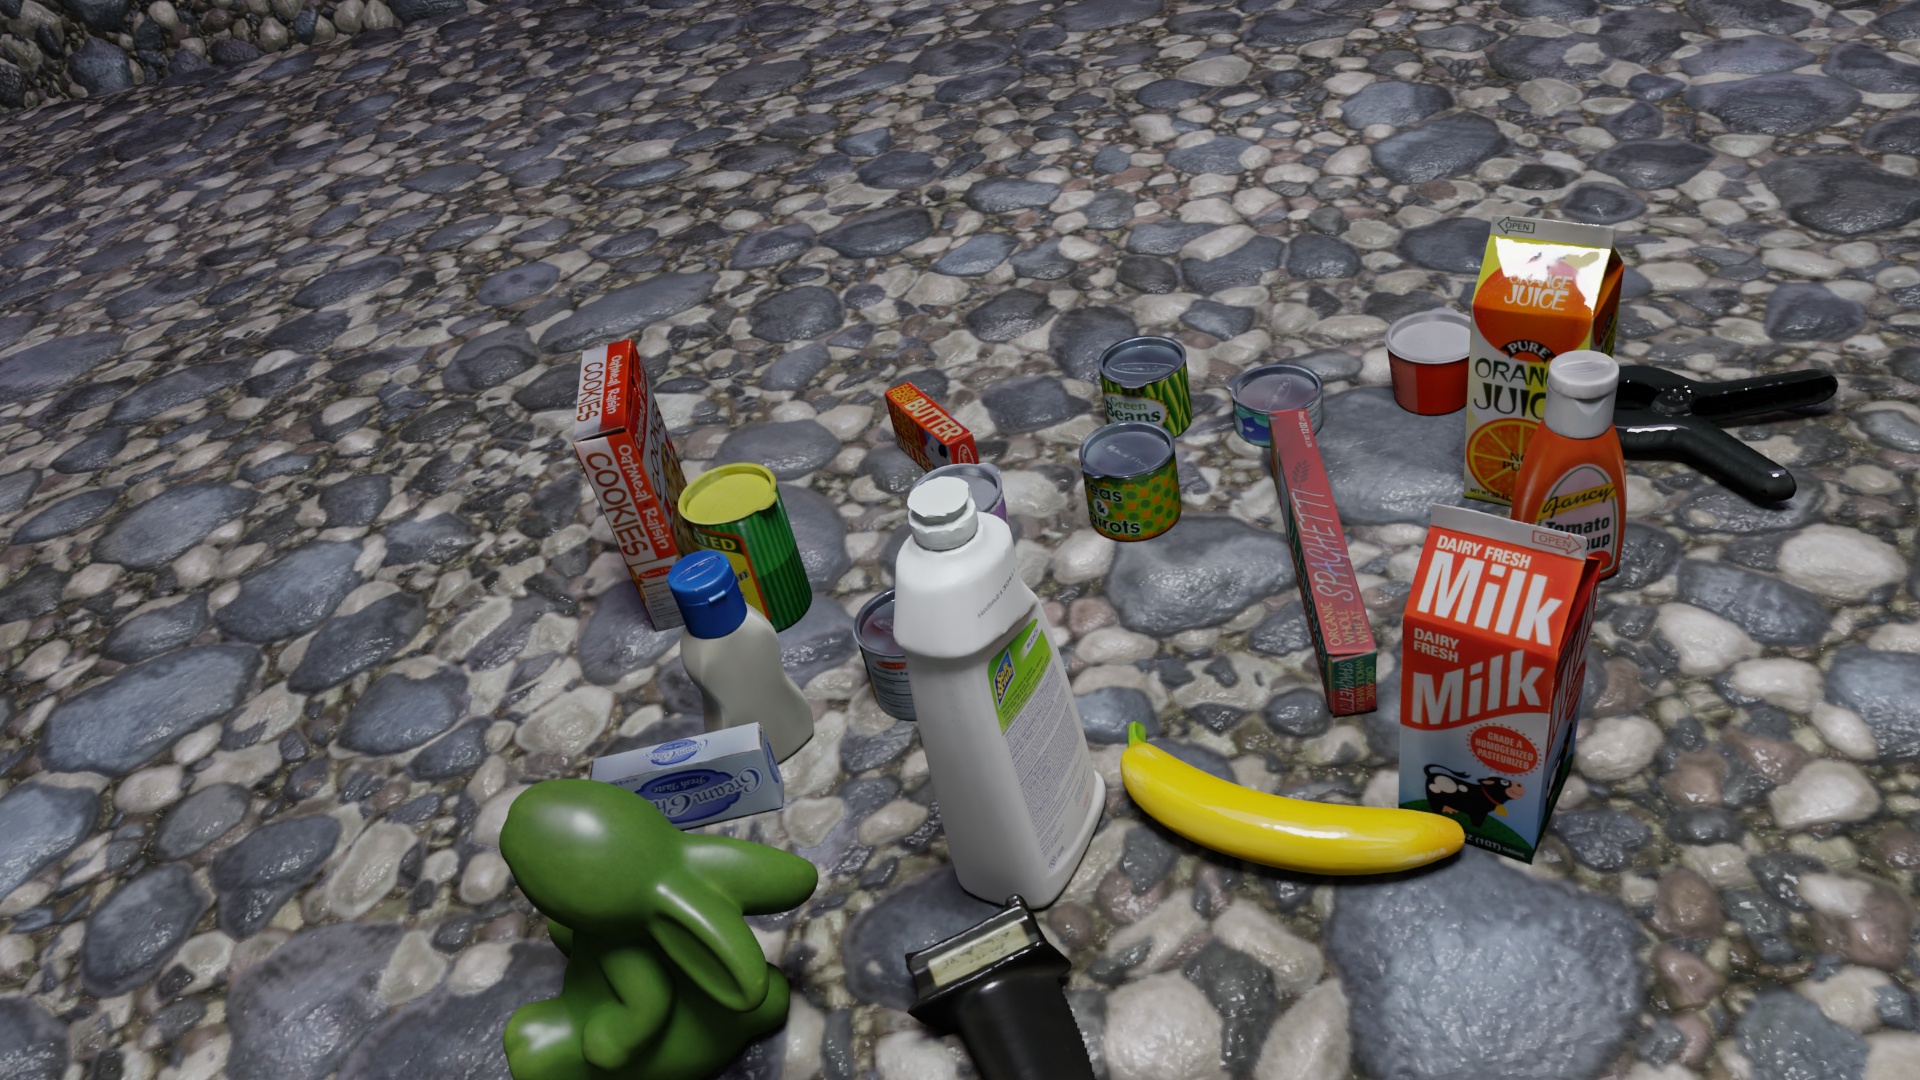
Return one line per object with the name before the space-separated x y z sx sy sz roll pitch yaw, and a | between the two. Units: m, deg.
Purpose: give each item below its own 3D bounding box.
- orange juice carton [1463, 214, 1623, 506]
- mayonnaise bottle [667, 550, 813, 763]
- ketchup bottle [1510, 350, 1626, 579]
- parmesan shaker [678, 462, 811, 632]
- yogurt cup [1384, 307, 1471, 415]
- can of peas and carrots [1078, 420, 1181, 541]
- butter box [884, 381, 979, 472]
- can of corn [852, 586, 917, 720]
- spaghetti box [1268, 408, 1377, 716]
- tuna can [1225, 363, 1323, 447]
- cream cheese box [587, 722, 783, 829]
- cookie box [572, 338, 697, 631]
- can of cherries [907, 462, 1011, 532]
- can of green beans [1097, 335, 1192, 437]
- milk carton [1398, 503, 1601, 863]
orange juice carton | 0.367 -0.116 0.878 0.072 0.191 0.073 15 46 32
mayonnaise bottle | -0.134 0.072 0.823 0.065 0.147 0.041 -31 41 -22
ketchup bottle | 0.361 -0.041 0.821 0.065 0.148 0.044 -7 38 8
parmesan shaker | -0.142 0.008 0.944 0.071 0.102 0.072 -8 38 7
yogurt cup | 0.345 -0.128 1.013 0.072 0.053 0.073 -8 38 7
can of peas and carrots | 0.117 -0.040 0.965 0.071 0.058 0.071 -8 38 7
butter box | -0.021 -0.077 1.058 0.024 0.052 0.104 -27 40 -17
can of corn | -0.027 0.068 0.871 0.071 0.058 0.071 -8 38 7
spaghetti box | 0.227 0.005 0.882 0.029 0.050 0.251 -7 38 8
tuna can | 0.232 -0.100 1.029 0.071 0.032 0.071 -8 38 6
cream cheese box | -0.160 0.143 0.819 0.104 0.053 0.024 -13 37 0
cookie box | -0.222 -0.040 0.976 0.040 0.166 0.123 -14 37 -1
can of cherries | 0.003 -0.012 0.963 0.071 0.058 0.072 -8 38 7
can of green beans | 0.140 -0.114 1.052 0.071 0.057 0.071 -8 38 7
milk carton | 0.263 0.063 0.684 0.072 0.189 0.074 15 46 32
